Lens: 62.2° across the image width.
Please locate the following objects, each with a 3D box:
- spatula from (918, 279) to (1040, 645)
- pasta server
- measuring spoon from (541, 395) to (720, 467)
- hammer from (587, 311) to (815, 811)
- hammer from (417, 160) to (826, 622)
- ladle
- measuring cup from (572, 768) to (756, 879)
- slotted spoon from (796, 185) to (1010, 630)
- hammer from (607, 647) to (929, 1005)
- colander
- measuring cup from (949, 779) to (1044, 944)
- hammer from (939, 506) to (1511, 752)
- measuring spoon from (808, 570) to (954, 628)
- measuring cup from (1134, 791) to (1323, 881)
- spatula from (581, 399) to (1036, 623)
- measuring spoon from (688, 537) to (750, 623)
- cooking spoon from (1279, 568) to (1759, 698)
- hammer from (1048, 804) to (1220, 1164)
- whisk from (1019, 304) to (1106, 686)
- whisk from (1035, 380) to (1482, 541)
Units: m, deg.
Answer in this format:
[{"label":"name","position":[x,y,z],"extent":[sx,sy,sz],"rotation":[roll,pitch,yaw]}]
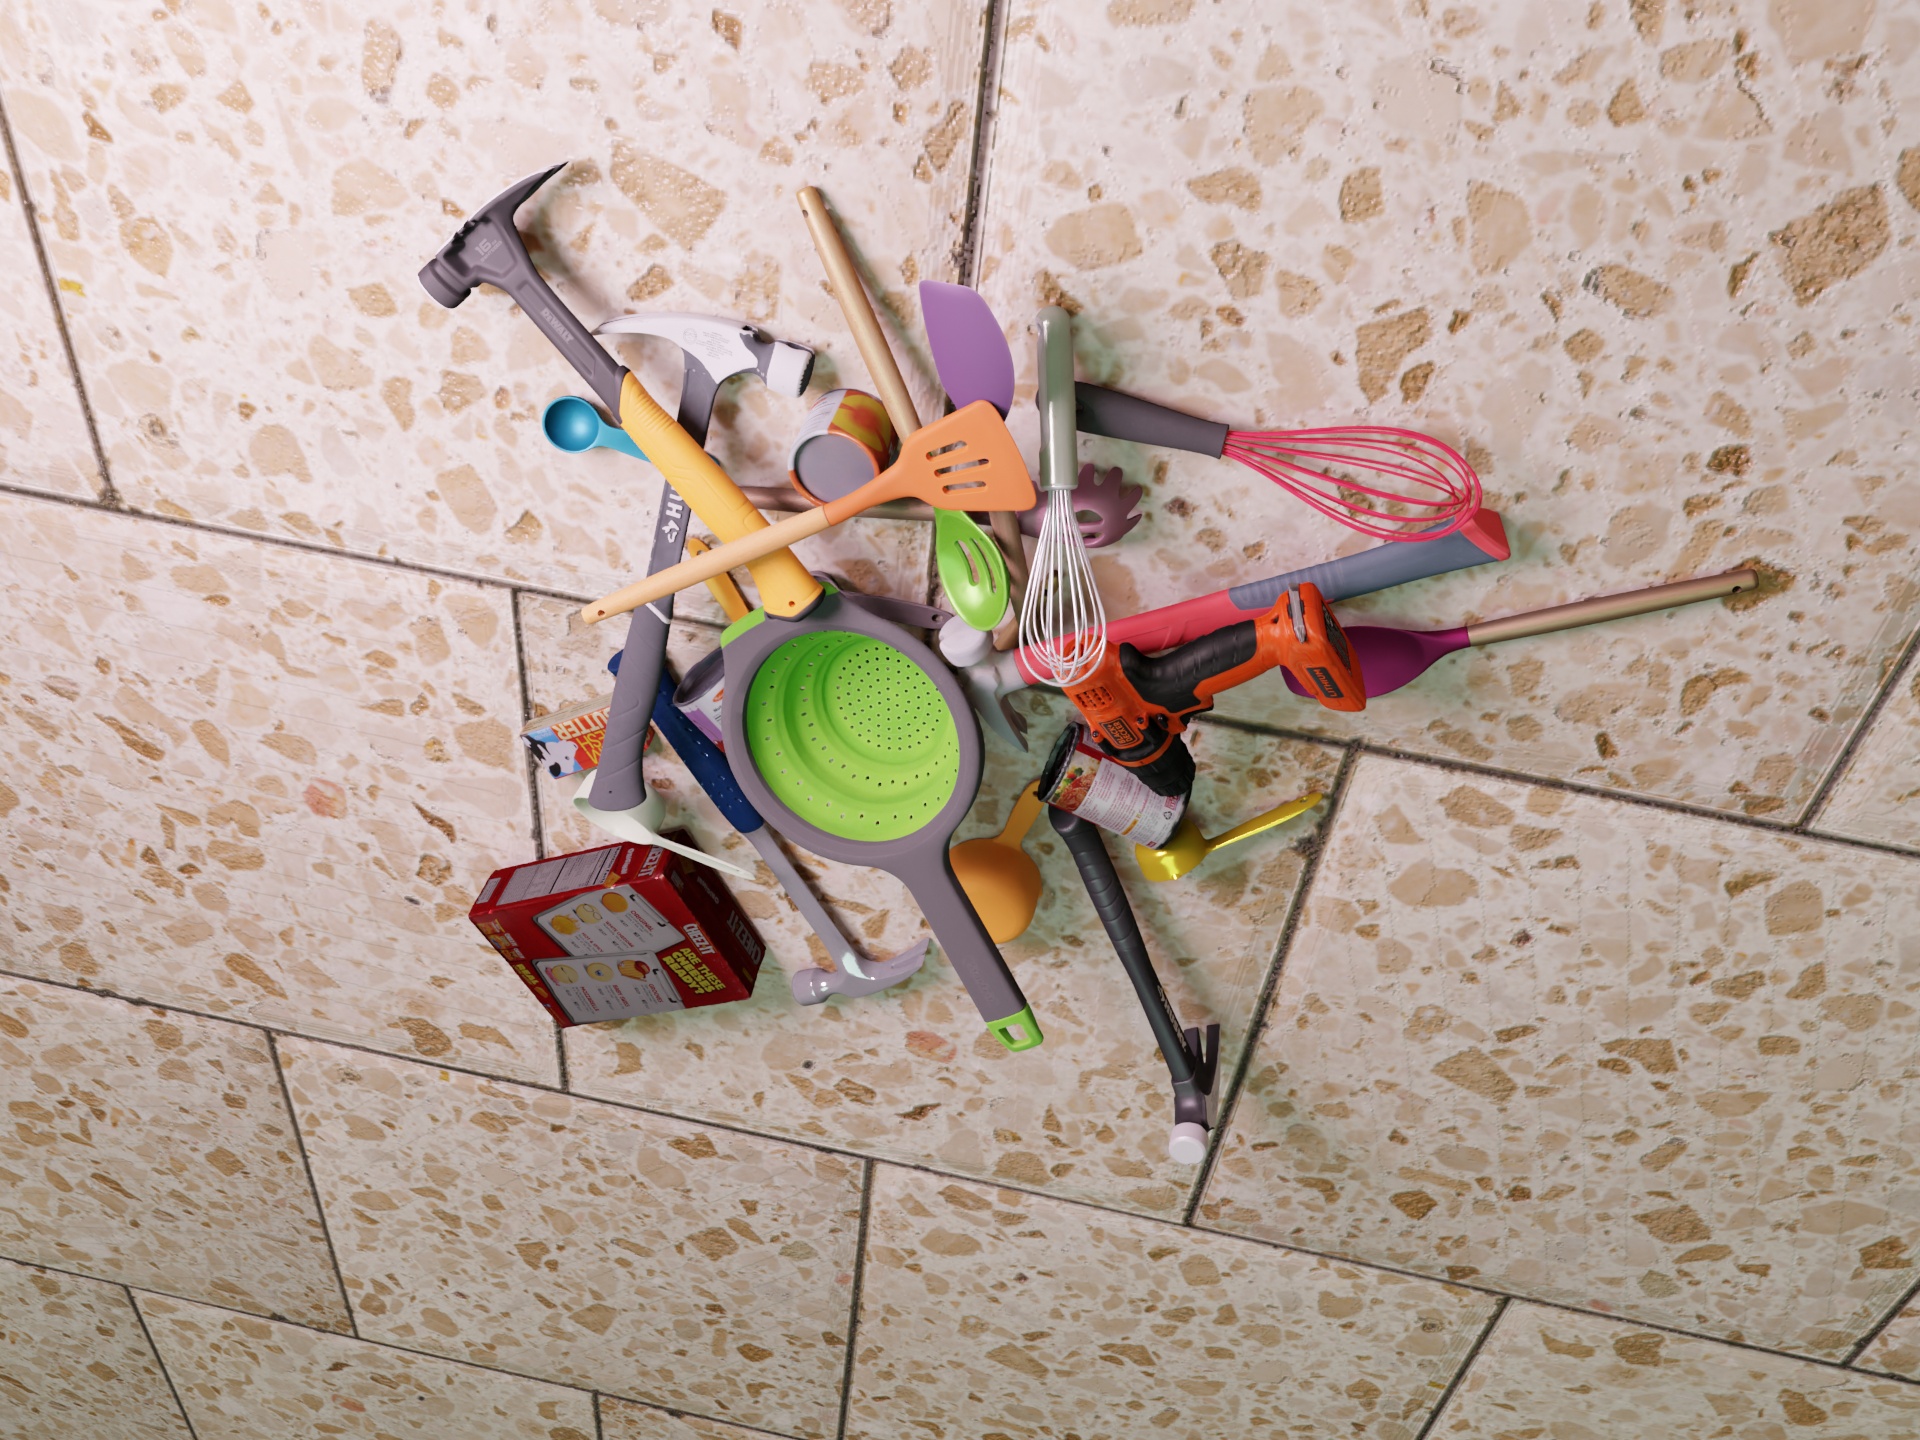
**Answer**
[{"label":"spatula","position":[0.025,-0.157,1.051],"extent":[0.060,0.018,0.315],"rotation":[19,148,26]},{"label":"pasta server","position":[-0.031,-0.154,1.127],"extent":[0.316,0.040,0.060],"rotation":[6,130,14]},{"label":"measuring spoon","position":[-0.235,-0.202,1.143],"extent":[0.128,0.021,0.042],"rotation":[15,117,-12]},{"label":"hammer","position":[-0.224,-0.101,1.159],"extent":[0.149,0.036,0.408],"rotation":[19,119,0]},{"label":"hammer","position":[-0.203,-0.203,1.062],"extent":[0.127,0.034,0.336],"rotation":[-33,107,26]},{"label":"ladle","position":[-0.002,-0.004,1.244],"extent":[0.069,0.031,0.315],"rotation":[29,128,-8]},{"label":"measuring cup","position":[-0.243,0.087,1.341],"extent":[0.167,0.038,0.083],"rotation":[23,156,0]},{"label":"slotted spoon","position":[-0.036,-0.202,1.055],"extent":[0.070,0.031,0.313],"rotation":[3,125,51]},{"label":"hammer","position":[-0.168,0.096,1.358],"extent":[0.144,0.035,0.405],"rotation":[-15,124,24]},{"label":"colander","position":[-0.031,0.070,1.218],"extent":[0.204,0.094,0.397],"rotation":[-23,103,26]},{"label":"measuring cup","position":[0.035,0.121,1.319],"extent":[0.095,0.052,0.173],"rotation":[21,133,-5]},{"label":"hammer","position":[0.189,-0.067,1.121],"extent":[0.386,0.038,0.143],"rotation":[-15,143,17]},{"label":"measuring spoon","position":[-0.063,-0.090,1.197],"extent":[0.124,0.018,0.034],"rotation":[13,131,-6]},{"label":"measuring cup","position":[0.209,0.081,1.255],"extent":[0.156,0.062,0.029],"rotation":[-25,110,17]},{"label":"spatula","position":[-0.110,-0.123,1.049],"extent":[0.322,0.041,0.081],"rotation":[-21,120,12]},{"label":"measuring spoon","position":[-0.175,-0.093,1.222],"extent":[0.021,0.011,0.116],"rotation":[-17,120,25]},{"label":"cooking spoon","position":[0.381,-0.064,1.109],"extent":[0.319,0.017,0.068],"rotation":[-11,126,22]},{"label":"hammer","position":[0.148,0.198,1.332],"extent":[0.035,0.146,0.334],"rotation":[-15,113,23]},{"label":"whisk","position":[0.064,-0.144,1.035],"extent":[0.059,0.058,0.246],"rotation":[-4,97,-8]},{"label":"whisk","position":[0.191,-0.178,1.037],"extent":[0.296,0.073,0.073],"rotation":[16,131,9]}]
